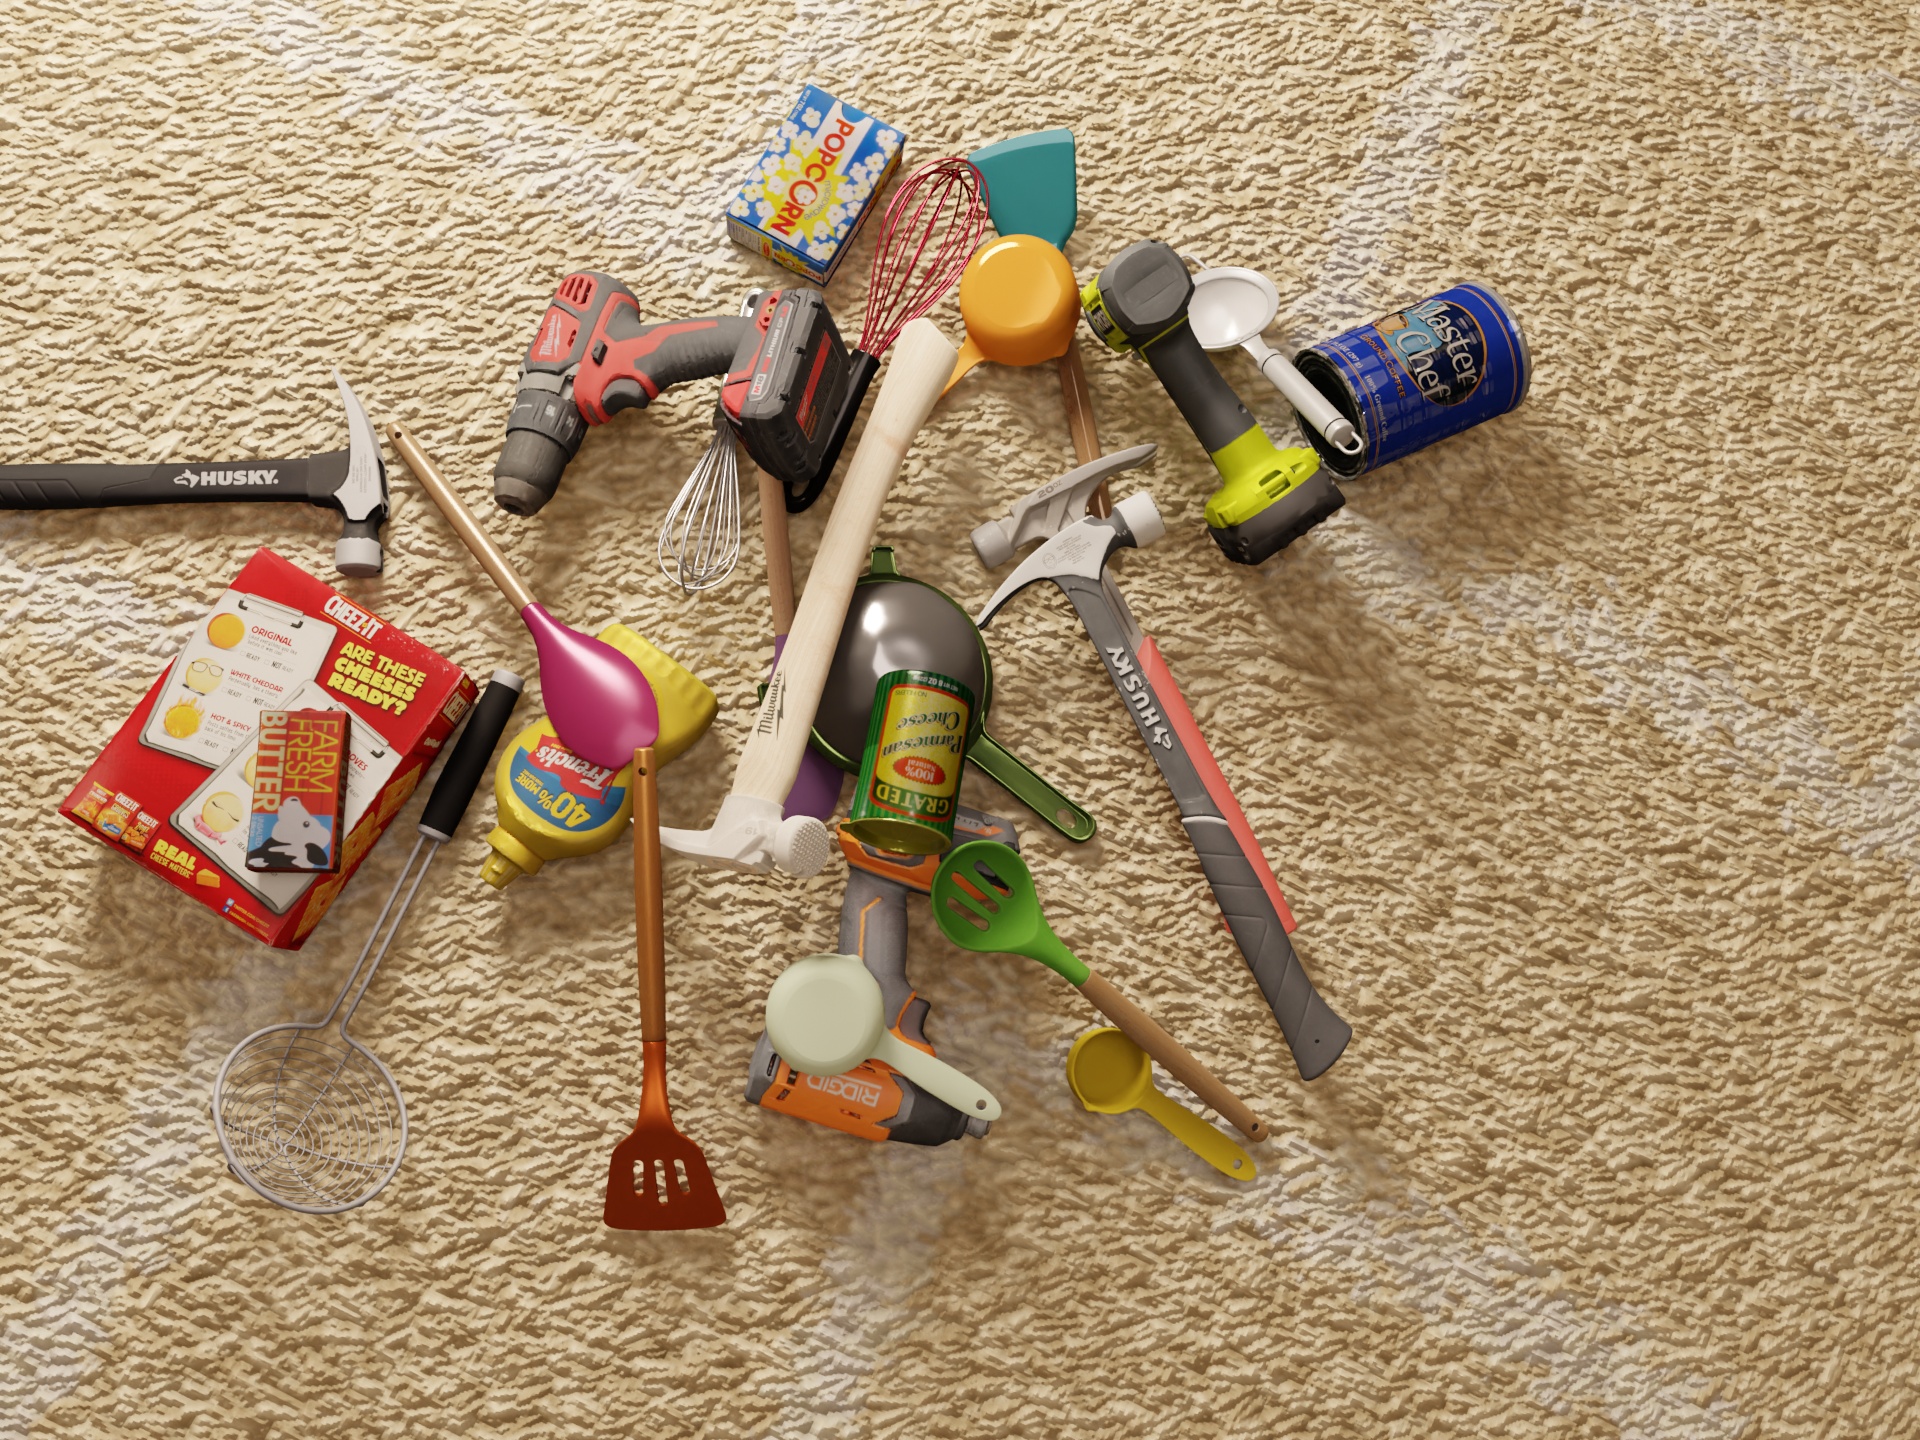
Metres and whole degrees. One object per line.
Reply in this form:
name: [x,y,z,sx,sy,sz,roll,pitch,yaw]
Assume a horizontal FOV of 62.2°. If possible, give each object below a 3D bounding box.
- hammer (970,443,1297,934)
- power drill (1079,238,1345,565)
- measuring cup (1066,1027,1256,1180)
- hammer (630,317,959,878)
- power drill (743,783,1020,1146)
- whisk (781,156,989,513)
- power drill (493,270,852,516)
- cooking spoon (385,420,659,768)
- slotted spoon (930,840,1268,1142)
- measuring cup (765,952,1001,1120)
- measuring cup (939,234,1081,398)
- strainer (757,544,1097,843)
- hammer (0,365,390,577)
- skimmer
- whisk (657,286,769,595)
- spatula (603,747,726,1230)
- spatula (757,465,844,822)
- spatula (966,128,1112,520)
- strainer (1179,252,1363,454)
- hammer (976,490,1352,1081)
hammer: [0.150,-0.013,1.128,0.149,0.036,0.359,-27,83,2]
power drill: [0.165,-0.223,1.112,0.080,0.171,0.223,-35,98,3]
measuring cup: [0.138,0.267,1.089,0.156,0.029,0.062,38,77,-9]
hammer: [-0.094,-0.093,1.071,0.146,0.038,0.411,4,66,35]
power drill: [-0.034,0.167,1.062,0.164,0.084,0.226,18,82,-2]
whisk: [-0.061,-0.283,1.164,0.073,0.073,0.296,26,84,0]
power drill: [-0.206,-0.218,1.090,0.227,0.080,0.188,8,67,18]
cooking spoon: [-0.308,-0.094,1.086,0.069,0.017,0.319,-38,72,-6]
slotted spoon: [0.096,0.186,1.047,0.313,0.031,0.070,42,79,-17]
measuring cup: [-0.046,0.209,1.000,0.167,0.038,0.083,30,85,1]
measuring cup: [0.011,-0.278,1.151,0.173,0.052,0.095,-41,83,2]
strainer: [-0.002,-0.003,1.095,0.256,0.069,0.151,39,71,-2]
hammer: [-0.570,-0.169,1.101,0.334,0.035,0.146,-2,79,-6]
skimmer: [-0.359,0.131,1.032,0.127,0.090,0.363,32,72,-31]
whisk: [-0.169,-0.204,1.141,0.058,0.059,0.246,8,73,7]
spatula: [-0.196,0.177,1.018,0.081,0.041,0.322,-1,94,-2]
spatula: [-0.124,-0.085,1.125,0.059,0.018,0.316,-6,85,-12]
spatula: [0.076,-0.278,1.180,0.082,0.044,0.317,-12,81,5]
strainer: [0.219,-0.259,1.146,0.087,0.050,0.259,-27,46,-1]
hammer: [0.153,0.054,1.086,0.149,0.036,0.409,-27,83,3]
